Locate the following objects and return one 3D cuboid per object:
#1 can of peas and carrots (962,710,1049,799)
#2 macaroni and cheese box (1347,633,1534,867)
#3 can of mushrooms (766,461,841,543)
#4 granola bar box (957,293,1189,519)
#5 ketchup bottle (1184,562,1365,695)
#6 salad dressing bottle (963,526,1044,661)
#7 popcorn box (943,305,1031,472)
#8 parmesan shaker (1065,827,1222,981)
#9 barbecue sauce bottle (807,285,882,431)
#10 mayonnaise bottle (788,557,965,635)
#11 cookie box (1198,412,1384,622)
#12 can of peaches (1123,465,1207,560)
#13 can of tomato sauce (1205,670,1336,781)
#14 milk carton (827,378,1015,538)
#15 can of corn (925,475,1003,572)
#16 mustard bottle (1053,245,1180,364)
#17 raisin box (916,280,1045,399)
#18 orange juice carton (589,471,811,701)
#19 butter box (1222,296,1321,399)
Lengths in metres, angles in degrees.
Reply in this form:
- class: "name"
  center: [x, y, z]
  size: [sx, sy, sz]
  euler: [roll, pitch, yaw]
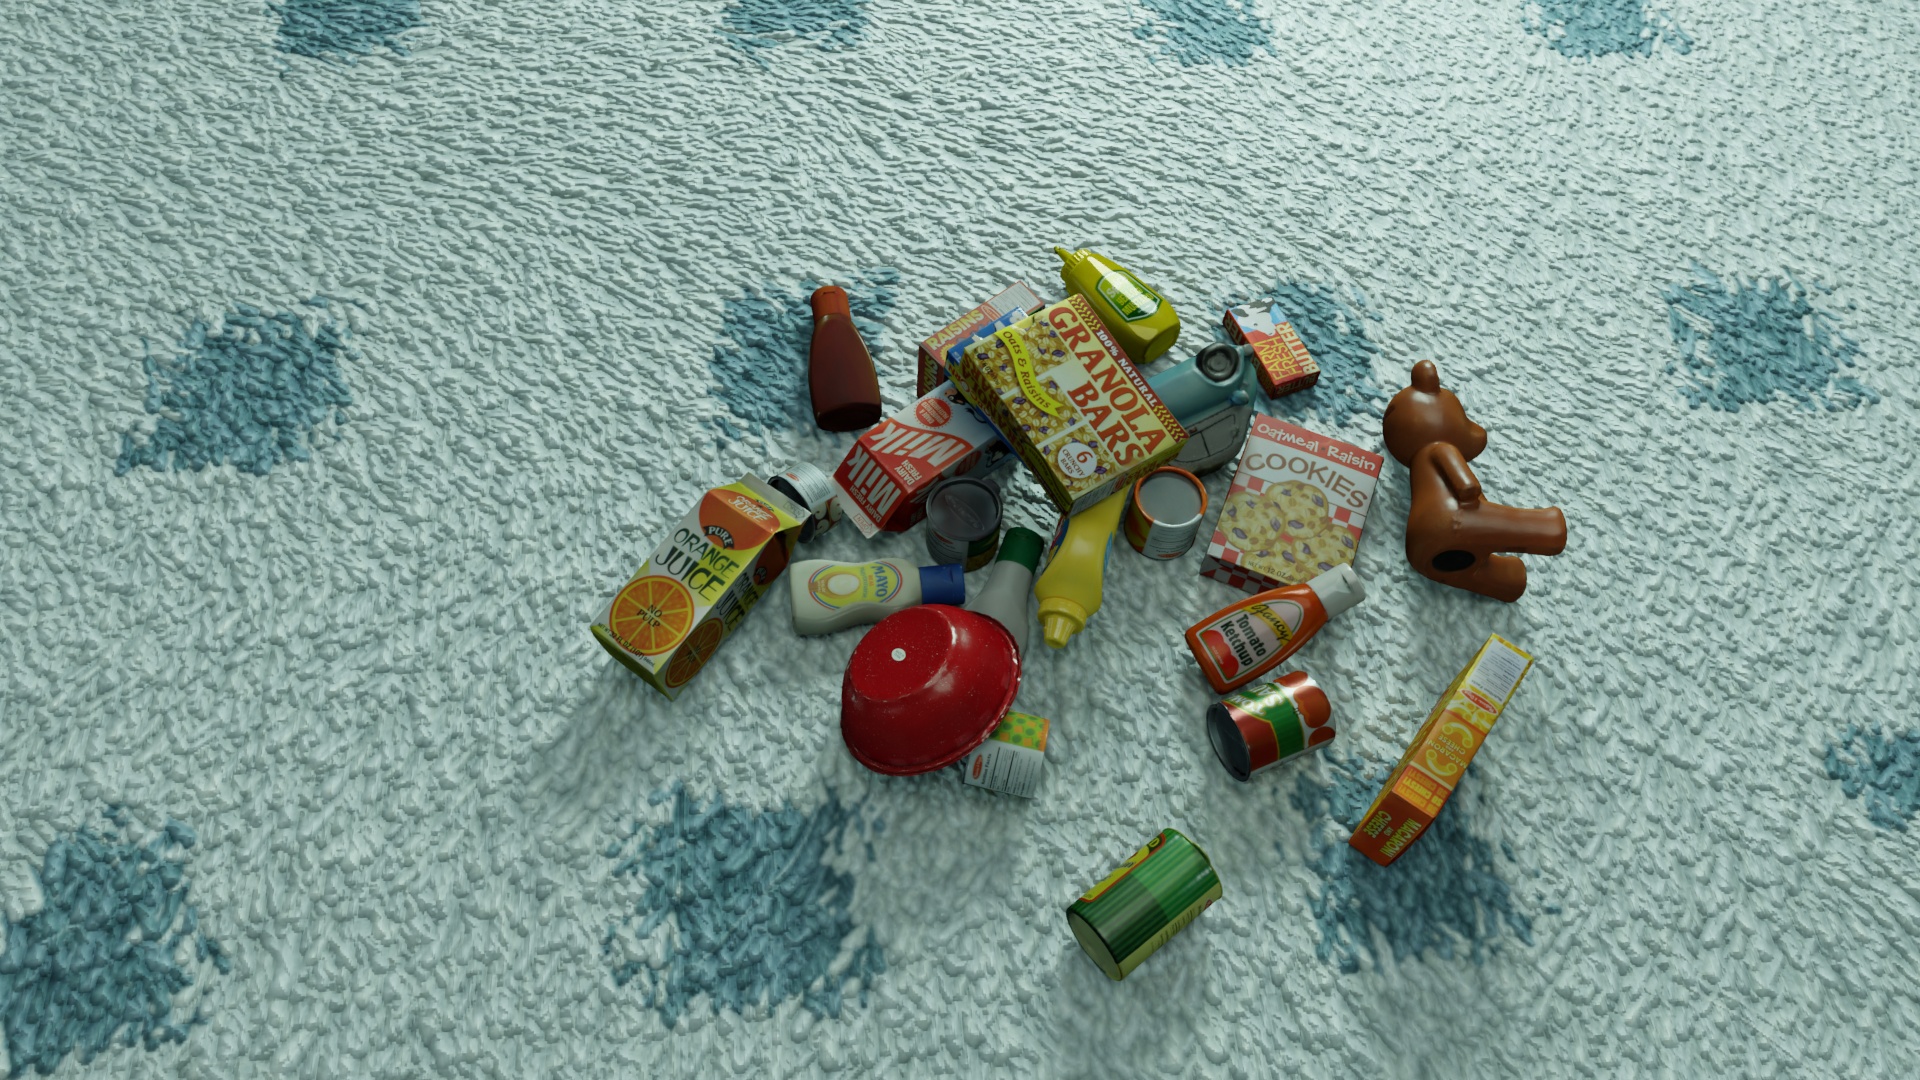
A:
- class: "can of peas and carrots"
  center: [0.037, 0.167, 1.111]
  size: [0.059, 0.070, 0.071]
  euler: [13, 60, 3]
- class: "macaroni and cheese box"
  center: [0.379, 0.168, 1.097]
  size: [0.040, 0.123, 0.167]
  euler: [34, 64, 17]
- class: "can of mushrooms"
  center: [-0.137, -0.032, 1.216]
  size: [0.033, 0.070, 0.071]
  euler: [-34, 67, -32]
- class: "granola bar box"
  center: [0.094, -0.117, 1.172]
  size: [0.124, 0.039, 0.166]
  euler: [-28, 73, -21]
- class: "ketchup bottle"
  center: [0.267, 0.069, 1.170]
  size: [0.149, 0.043, 0.065]
  euler: [-29, 77, 0]
- class: "salad dressing bottle"
  center: [0.035, 0.057, 1.188]
  size: [0.064, 0.043, 0.148]
  euler: [13, 58, 14]
- class: "popcorn box"
  center: [0.057, -0.133, 1.218]
  size: [0.085, 0.038, 0.127]
  euler: [-34, 75, -20]
- class: "parmesan shaker"
  center: [0.138, 0.273, 1.050]
  size: [0.103, 0.071, 0.071]
  euler: [-33, 67, -20]
- class: "barbecue sauce bottle"
  center: [-0.115, -0.175, 1.314]
  size: [0.065, 0.043, 0.149]
  euler: [-7, 60, -8]
- class: "mayonnaise bottle"
  center: [-0.071, 0.043, 1.190]
  size: [0.148, 0.041, 0.065]
  euler: [-5, 58, -6]
- class: "cookie box"
  center: [0.301, -0.024, 1.253]
  size: [0.123, 0.040, 0.168]
  euler: [21, 61, 9]
- class: "can of peaches"
  center: [0.181, -0.027, 1.237]
  size: [0.071, 0.057, 0.071]
  euler: [2, 60, -3]
- class: "can of tomato sauce"
  center: [0.252, 0.149, 1.132]
  size: [0.083, 0.071, 0.071]
  euler: [-19, 63, -15]
- class: "milk carton"
  center: [-0.029, -0.076, 1.243]
  size: [0.191, 0.073, 0.072]
  euler: [-34, 70, -21]
- class: "can of corn"
  center: [0.004, -0.015, 1.219]
  size: [0.071, 0.058, 0.071]
  euler: [1, 60, -2]
- class: "mustard bottle"
  center: [0.144, -0.242, 1.366]
  size: [0.065, 0.048, 0.160]
  euler: [-35, 68, -23]
- class: "raisin box"
  center: [0.017, -0.178, 1.300]
  size: [0.124, 0.085, 0.040]
  euler: [-36, 70, -21]
- class: "orange juice carton"
  center: [-0.211, 0.030, 1.156]
  size: [0.072, 0.072, 0.193]
  euler: [33, 72, 15]
- class: "butter box"
  center: [0.304, -0.189, 1.360]
  size: [0.053, 0.024, 0.104]
  euler: [-18, 62, -14]
